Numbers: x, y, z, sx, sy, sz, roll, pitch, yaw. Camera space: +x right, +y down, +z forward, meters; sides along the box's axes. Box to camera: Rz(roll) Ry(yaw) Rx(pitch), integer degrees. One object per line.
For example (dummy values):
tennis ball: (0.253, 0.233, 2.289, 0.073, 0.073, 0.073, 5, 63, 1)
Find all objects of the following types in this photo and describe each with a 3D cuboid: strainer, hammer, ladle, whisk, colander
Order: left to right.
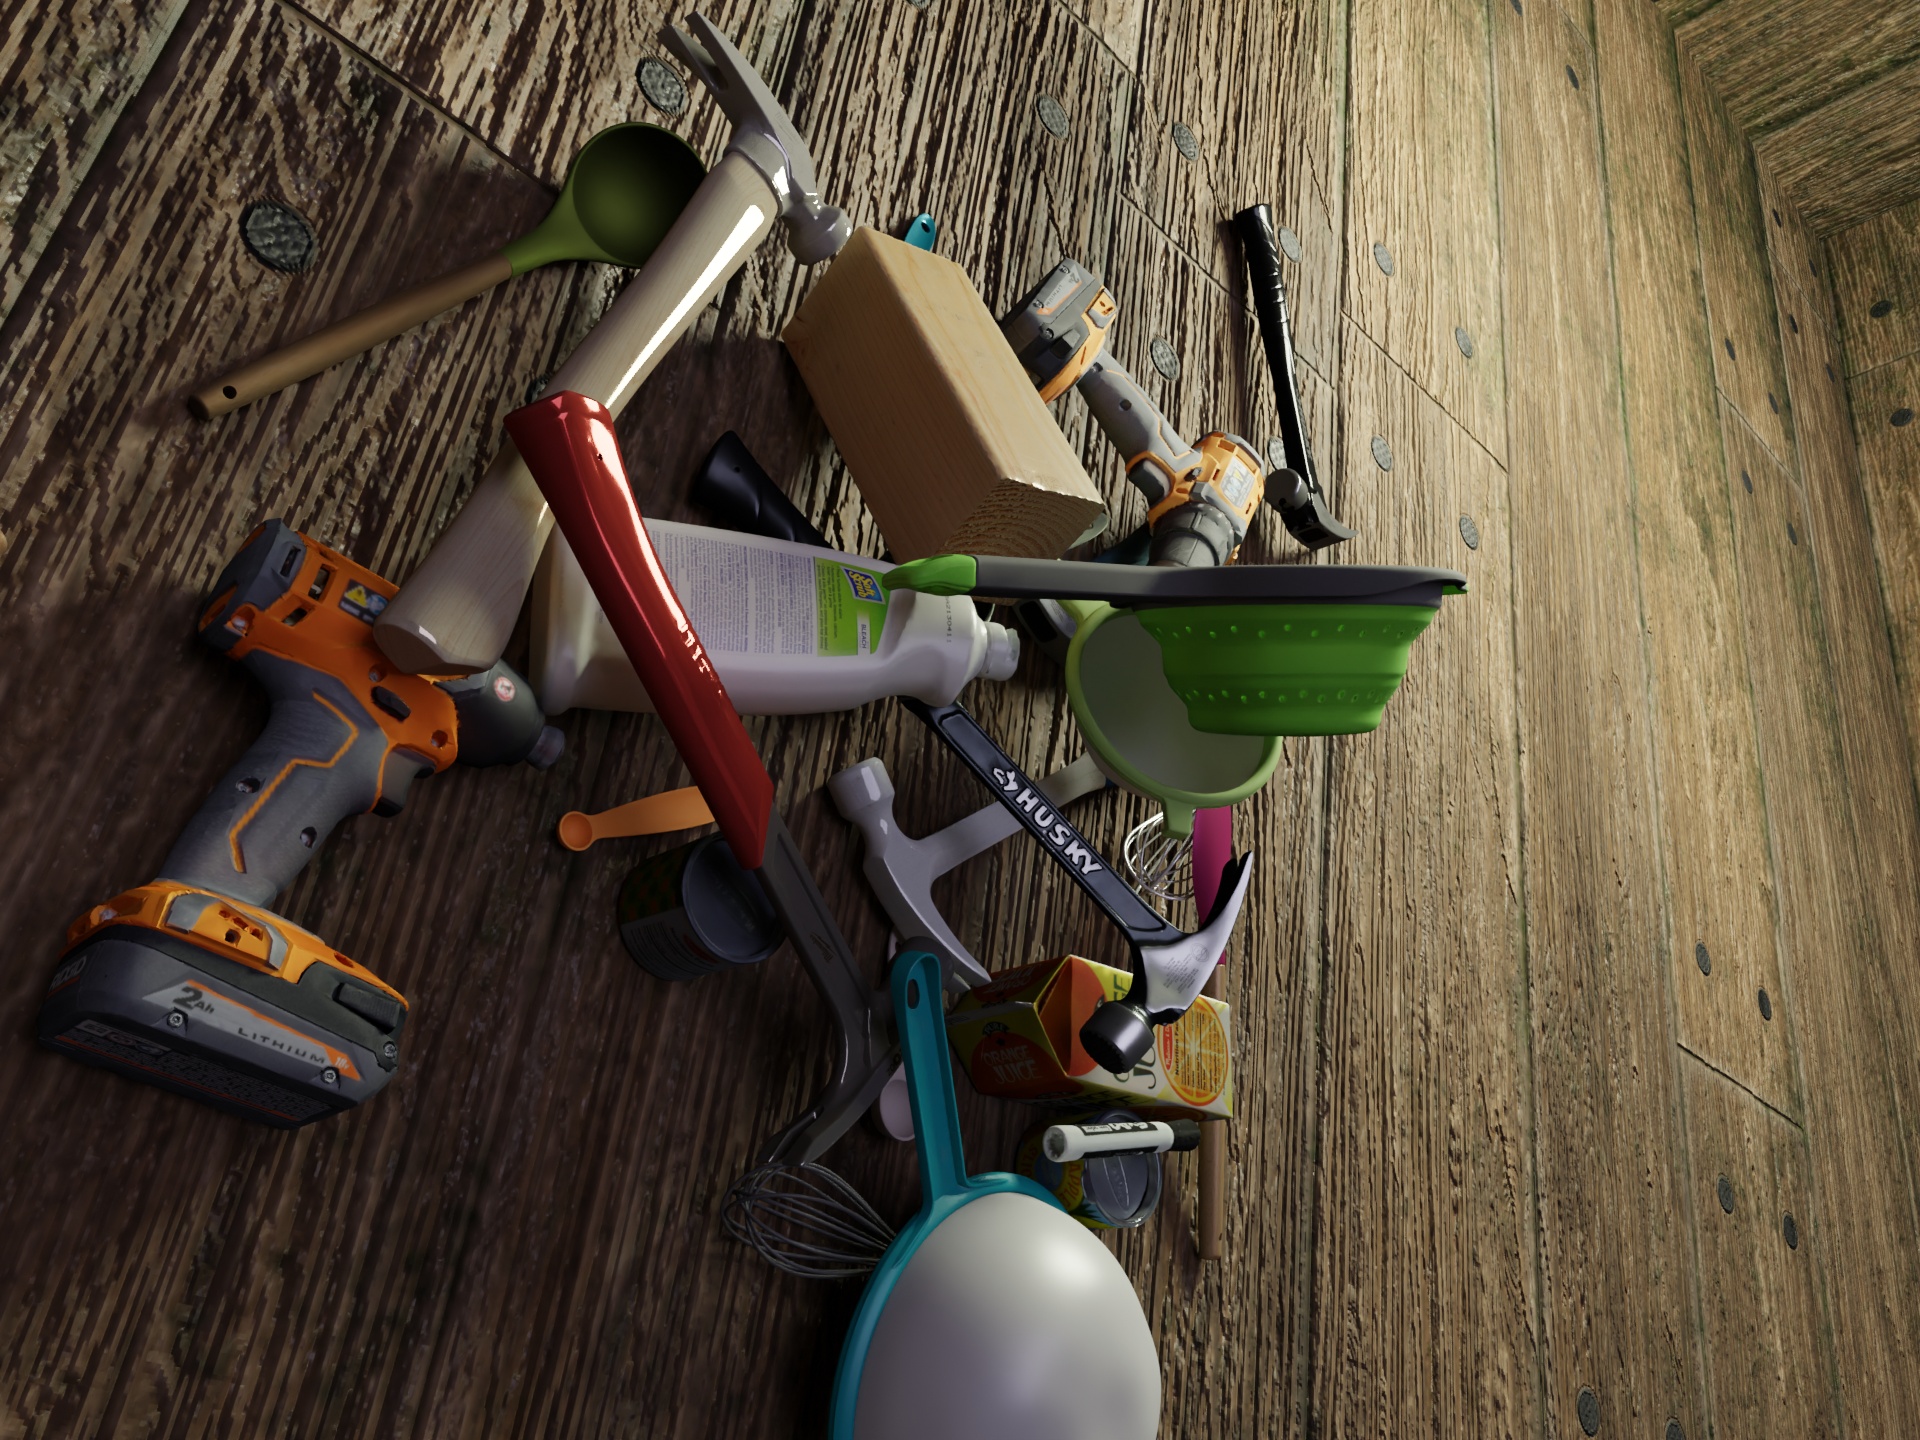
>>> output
ladle: (-0.242, -0.223, 0.794, 0.320, 0.062, 0.078, -45, 114, -42)
hammer: (-0.169, -0.185, 0.768, 0.146, 0.038, 0.411, 52, 43, -32)
hammer: (-0.114, 0.023, 0.727, 0.149, 0.037, 0.358, -46, 119, -46)
whisk: (-0.028, 0.277, 0.823, 0.238, 0.055, 0.055, 34, 53, -37)
hammer: (-0.001, -0.003, 0.887, 0.409, 0.036, 0.149, 48, 63, 0)
strainer: (0.028, 0.278, 0.779, 0.211, 0.095, 0.340, -21, 107, -48)
hammer: (0.082, 0.041, 1.032, 0.405, 0.035, 0.144, -24, 89, -48)
strainer: (0.087, -0.038, 1.014, 0.256, 0.069, 0.151, 47, 52, 9)
hammer: (0.140, -0.131, 1.163, 0.331, 0.033, 0.128, -35, 99, -47)
colander: (0.125, -0.037, 0.882, 0.397, 0.204, 0.094, -1, 92, -38)
whisk: (0.176, 0.054, 1.120, 0.059, 0.057, 0.246, 36, 40, 9)
hammer: (0.276, -0.300, 1.354, 0.146, 0.035, 0.335, 29, 50, -53)

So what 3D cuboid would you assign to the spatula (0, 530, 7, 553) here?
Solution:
spatula: (-0.447, 0.004, 0.503, 0.082, 0.044, 0.317, 55, 43, -10)

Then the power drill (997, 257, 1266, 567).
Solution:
power drill: (0.108, -0.187, 1.086, 0.226, 0.084, 0.185, 43, 42, -12)

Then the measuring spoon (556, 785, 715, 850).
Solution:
measuring spoon: (-0.158, 0.049, 0.808, 0.117, 0.011, 0.021, -11, 83, -51)

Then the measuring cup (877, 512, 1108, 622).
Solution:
measuring cup: (0.018, -0.086, 0.969, 0.167, 0.038, 0.083, -26, 68, -22)

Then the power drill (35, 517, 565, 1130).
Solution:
power drill: (-0.256, 0.045, 0.657, 0.164, 0.084, 0.227, 33, 49, -33)

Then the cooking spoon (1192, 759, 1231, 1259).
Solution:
cooking spoon: (0.165, 0.184, 1.033, 0.068, 0.017, 0.319, 18, 72, -62)

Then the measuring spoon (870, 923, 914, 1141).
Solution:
measuring spoon: (-0.038, 0.172, 0.880, 0.034, 0.018, 0.124, 29, 48, -41)

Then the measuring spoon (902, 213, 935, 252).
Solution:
measuring spoon: (-0.041, -0.304, 1.064, 0.042, 0.021, 0.129, 46, 38, -24)
